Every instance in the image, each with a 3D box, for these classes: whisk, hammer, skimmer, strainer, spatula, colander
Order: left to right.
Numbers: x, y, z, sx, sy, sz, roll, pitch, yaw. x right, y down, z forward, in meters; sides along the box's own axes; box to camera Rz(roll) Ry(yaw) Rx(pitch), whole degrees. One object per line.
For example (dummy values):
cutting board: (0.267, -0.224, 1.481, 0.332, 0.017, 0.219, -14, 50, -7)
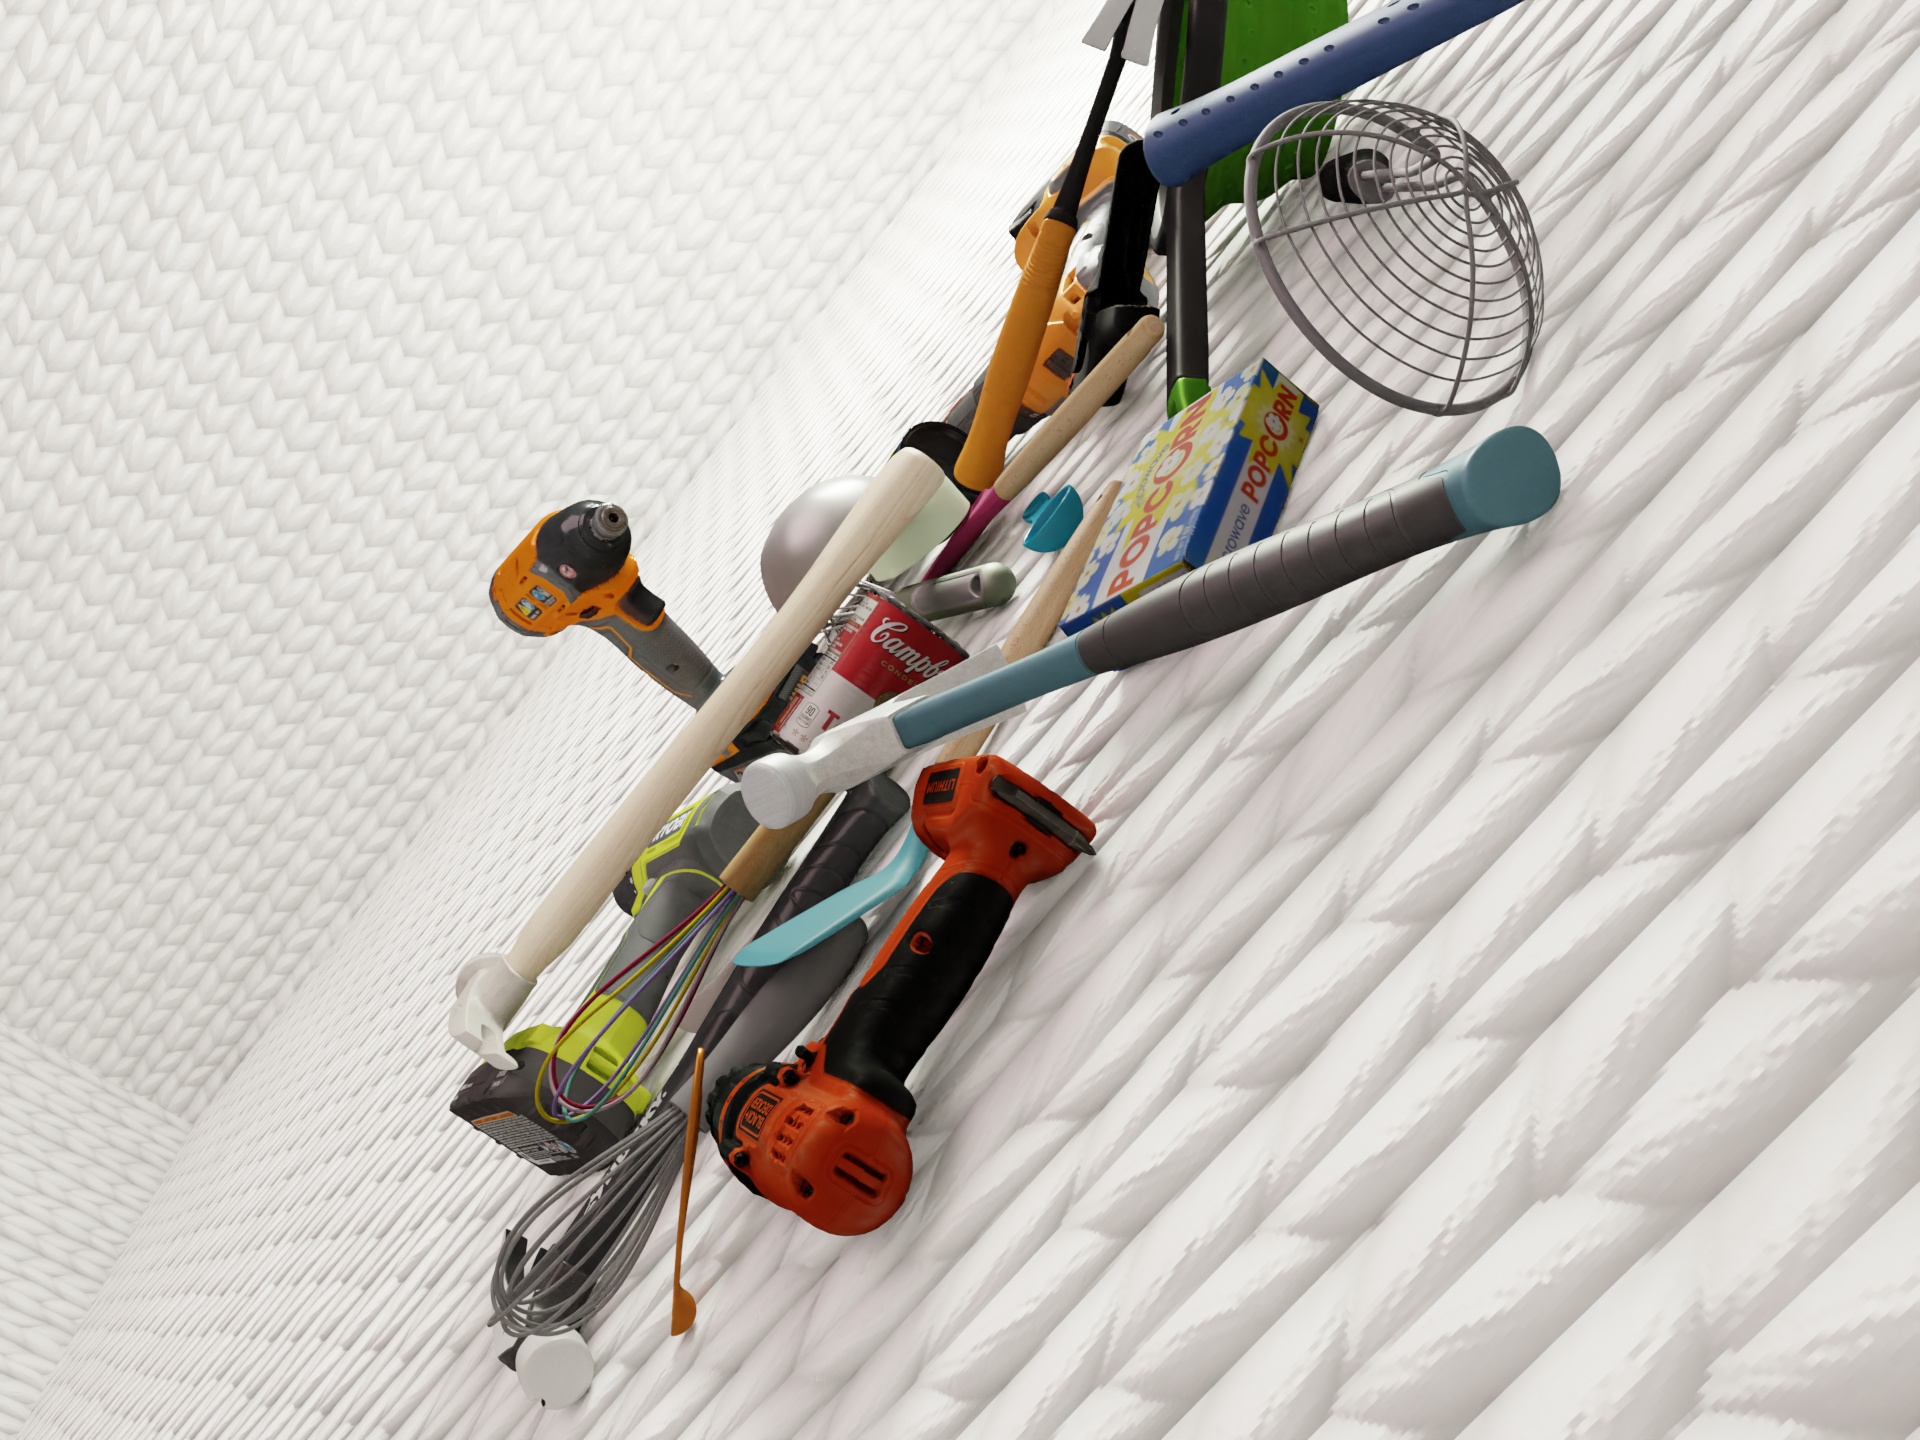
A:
whisk: (-0.122, 0.176, 0.715, 0.239, 0.055, 0.055, -48, 15, -22)
whisk: (-0.128, 0.102, 0.800, 0.245, 0.047, 0.051, -52, 18, -9)
hammer: (-0.141, 0.012, 0.886, 0.410, 0.038, 0.146, -52, 16, -8)
hammer: (-0.126, 0.165, 0.799, 0.335, 0.035, 0.146, -57, 19, -13)
strainer: (-0.122, -0.110, 1.201, 0.151, 0.069, 0.256, -48, 3, -40)
whisk: (-0.035, -0.072, 0.995, 0.246, 0.059, 0.058, -6, 88, 61)
spatula: (-0.001, -0.003, 0.783, 0.317, 0.044, 0.082, -58, 16, -20)
hammer: (0.050, -0.262, 0.920, 0.127, 0.034, 0.336, -71, 2, -45)
hammer: (0.062, -0.031, 0.599, 0.331, 0.033, 0.128, -22, 4, 40)
colander: (0.159, -0.297, 0.863, 0.204, 0.094, 0.397, 92, -179, -61)
skimmer: (0.166, -0.208, 0.683, 0.090, 0.127, 0.363, -49, 9, 17)
hammer: (0.241, -0.306, 0.626, 0.405, 0.035, 0.144, -11, 43, 46)

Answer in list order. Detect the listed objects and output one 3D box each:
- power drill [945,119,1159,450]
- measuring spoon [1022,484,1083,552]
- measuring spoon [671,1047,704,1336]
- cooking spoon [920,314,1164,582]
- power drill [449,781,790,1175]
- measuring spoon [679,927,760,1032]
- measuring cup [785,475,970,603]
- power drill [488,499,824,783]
power drill: (0.067, -0.290, 1.100, 0.185, 0.084, 0.226, -39, 27, 42)
measuring spoon: (0.053, -0.116, 0.915, 0.042, 0.021, 0.129, -52, 9, 8)
measuring spoon: (-0.111, 0.196, 0.663, 0.021, 0.011, 0.117, 146, 129, -78)
cooking spoon: (0.037, -0.146, 0.932, 0.069, 0.017, 0.319, -59, 9, -28)
power drill: (-0.203, 0.150, 0.953, 0.190, 0.080, 0.229, -27, 29, 53)
measuring spoon: (-0.106, 0.124, 0.862, 0.124, 0.018, 0.034, -48, -9, -3)
measuring cup: (-0.067, -0.113, 1.019, 0.167, 0.038, 0.083, -21, 26, 40)
power drill: (-0.193, -0.058, 1.064, 0.164, 0.226, 0.084, -26, 32, 55)
